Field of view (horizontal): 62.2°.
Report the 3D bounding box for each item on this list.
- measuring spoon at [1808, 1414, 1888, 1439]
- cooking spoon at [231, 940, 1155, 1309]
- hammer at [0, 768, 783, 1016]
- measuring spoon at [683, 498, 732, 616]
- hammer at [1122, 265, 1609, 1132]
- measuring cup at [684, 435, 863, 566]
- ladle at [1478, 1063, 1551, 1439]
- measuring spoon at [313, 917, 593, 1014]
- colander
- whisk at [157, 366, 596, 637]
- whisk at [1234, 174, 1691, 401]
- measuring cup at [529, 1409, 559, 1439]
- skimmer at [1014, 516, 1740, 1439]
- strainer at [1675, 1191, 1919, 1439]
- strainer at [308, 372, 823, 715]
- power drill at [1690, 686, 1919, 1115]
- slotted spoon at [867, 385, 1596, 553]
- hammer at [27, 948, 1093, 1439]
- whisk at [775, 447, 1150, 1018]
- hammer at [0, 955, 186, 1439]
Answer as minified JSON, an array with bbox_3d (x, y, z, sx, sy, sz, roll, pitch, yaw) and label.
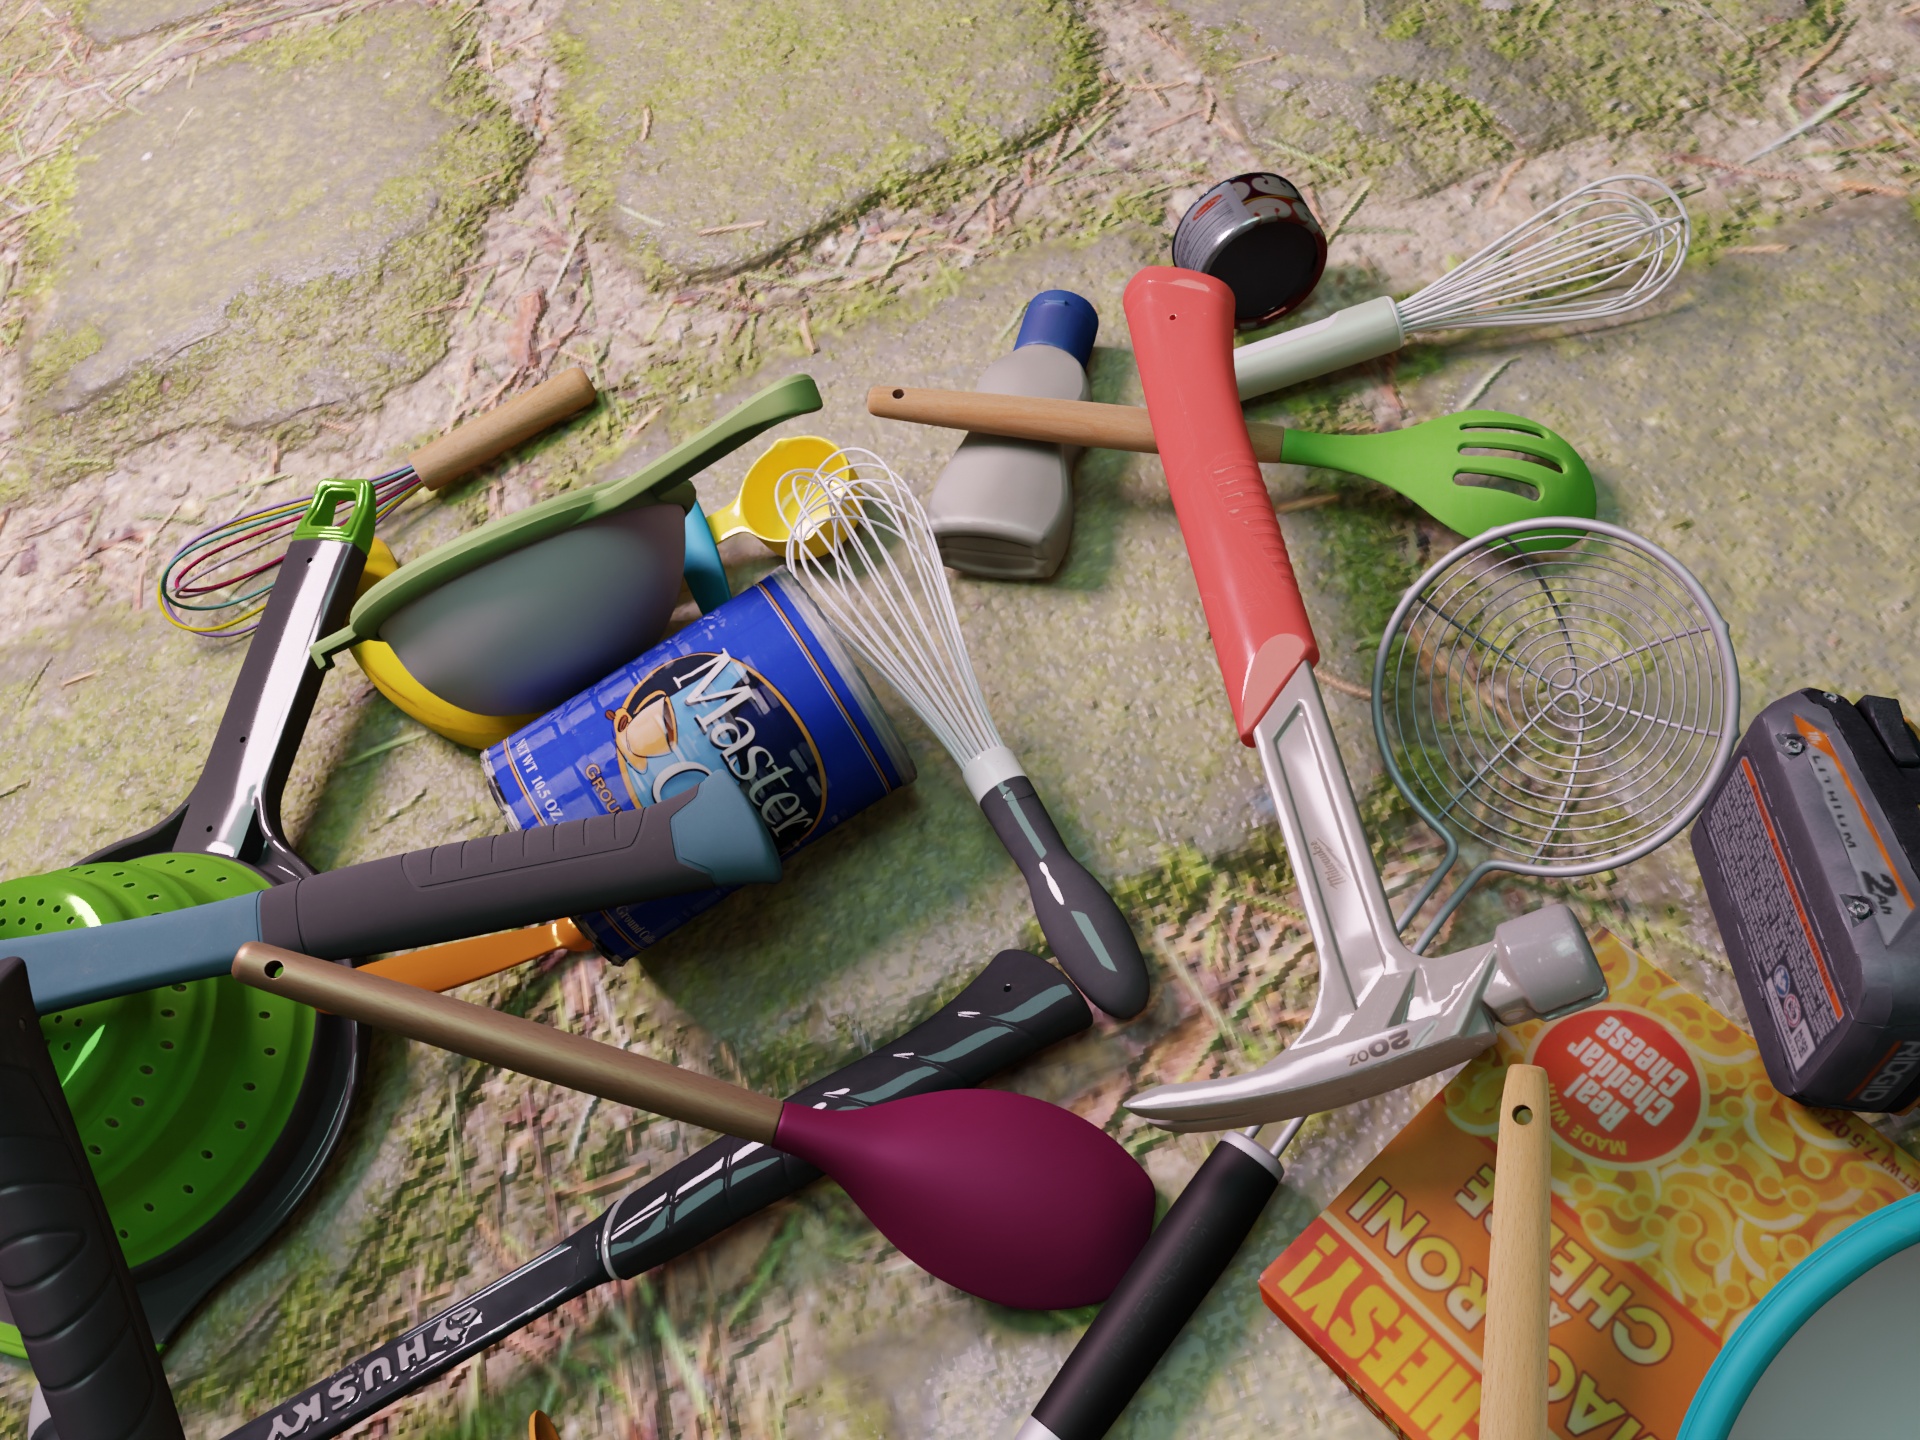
[{"bbox_3d":[0.227,0.246,0.448,0.034,0.018,0.124,29,70,29],"label":"measuring spoon"},{"bbox_3d":[-0.086,0.128,0.532,0.319,0.017,0.069,18,73,-4],"label":"cooking spoon"},{"bbox_3d":[-0.228,0.069,0.558,0.331,0.033,0.128,-11,76,-1],"label":"hammer"},{"bbox_3d":[-0.119,-0.063,0.722,0.042,0.021,0.129,-29,68,14],"label":"measuring spoon"},{"bbox_3d":[0.100,-0.035,0.585,0.149,0.036,0.359,-23,52,19],"label":"hammer"},{"bbox_3d":[-0.116,-0.081,0.758,0.156,0.029,0.062,-26,60,13],"label":"measuring cup"},{"bbox_3d":[0.143,0.251,0.424,0.069,0.031,0.315,1,72,25],"label":"ladle"},{"bbox_3d":[-0.201,0.096,0.642,0.117,0.011,0.021,-14,59,-23],"label":"measuring spoon"},{"bbox_3d":[-0.334,0.051,0.657,0.204,0.094,0.397,3,66,16],"label":"colander"},{"bbox_3d":[-0.301,-0.120,0.819,0.245,0.051,0.047,-31,49,-9],"label":"whisk"},{"bbox_3d":[0.203,-0.183,0.717,0.246,0.059,0.058,-17,17,10],"label":"whisk"},{"bbox_3d":[-0.137,0.299,0.490,0.052,0.095,0.174,-33,37,-1],"label":"measuring cup"},{"bbox_3d":[0.130,0.088,0.533,0.127,0.090,0.363,31,70,29],"label":"skimmer"},{"bbox_3d":[0.277,0.148,0.406,0.211,0.095,0.340,3,83,8],"label":"strainer"},{"bbox_3d":[-0.132,-0.057,0.631,0.256,0.069,0.151,-21,3,41],"label":"strainer"},{"bbox_3d":[0.359,0.037,0.498,0.226,0.084,0.186,1,50,2],"label":"power drill"},{"bbox_3d":[0.111,-0.119,0.680,0.314,0.031,0.070,9,62,11],"label":"slotted spoon"},{"bbox_3d":[-0.136,0.195,0.559,0.409,0.036,0.149,-29,38,-7],"label":"hammer"},{"bbox_3d":[-0.002,-0.002,0.643,0.070,0.070,0.285,-29,63,-4],"label":"whisk"},{"bbox_3d":[-0.214,0.224,0.434,0.035,0.146,0.335,-22,87,0],"label":"hammer"}]
